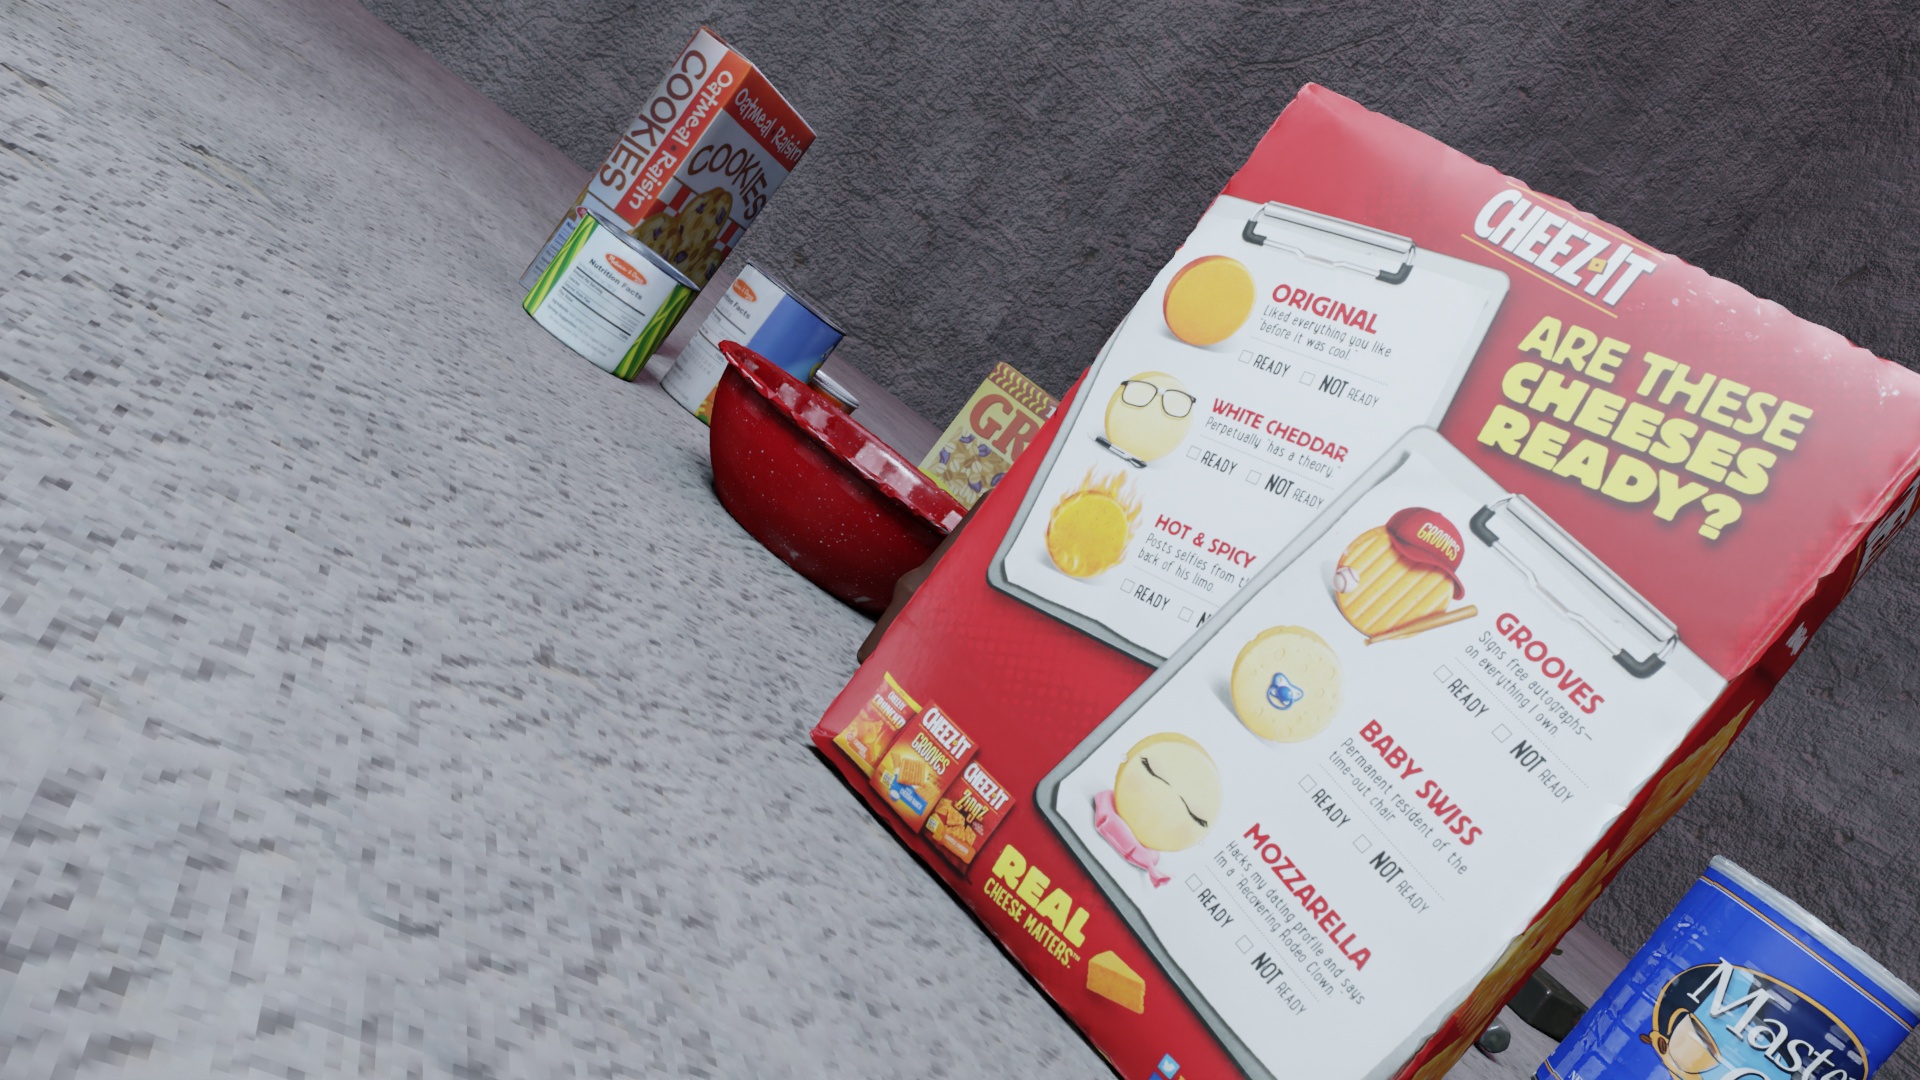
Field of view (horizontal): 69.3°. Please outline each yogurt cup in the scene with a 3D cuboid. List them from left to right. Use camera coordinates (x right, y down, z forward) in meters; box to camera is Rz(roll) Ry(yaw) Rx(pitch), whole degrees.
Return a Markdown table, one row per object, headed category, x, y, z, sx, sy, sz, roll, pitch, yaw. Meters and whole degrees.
| category | x | y | z | sx | sy | sz | roll | pitch | yaw |
| --- | --- | --- | --- | --- | --- | --- | --- | --- | --- |
| yogurt cup | -0.102 | -0.081 | 0.831 | 0.072 | 0.054 | 0.072 | 37 | 5 | -4 |

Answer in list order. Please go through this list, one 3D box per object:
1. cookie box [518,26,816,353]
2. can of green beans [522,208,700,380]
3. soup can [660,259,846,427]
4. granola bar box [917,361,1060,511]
| category | x | y | z | sx | sy | sz | roll | pitch | yaw |
| --- | --- | --- | --- | --- | --- | --- | --- | --- | --- |
| cookie box | -0.160 | -0.192 | 0.784 | 0.040 | 0.167 | 0.123 | 38 | 5 | 8 |
| can of green beans | -0.173 | -0.121 | 0.688 | 0.071 | 0.058 | 0.071 | 37 | 5 | -4 |
| soup can | -0.112 | -0.099 | 0.764 | 0.071 | 0.083 | 0.071 | 37 | 5 | -4 |
| granola bar box | 0.050 | 0.000 | 0.747 | 0.166 | 0.124 | 0.039 | 40 | 5 | 23 |
